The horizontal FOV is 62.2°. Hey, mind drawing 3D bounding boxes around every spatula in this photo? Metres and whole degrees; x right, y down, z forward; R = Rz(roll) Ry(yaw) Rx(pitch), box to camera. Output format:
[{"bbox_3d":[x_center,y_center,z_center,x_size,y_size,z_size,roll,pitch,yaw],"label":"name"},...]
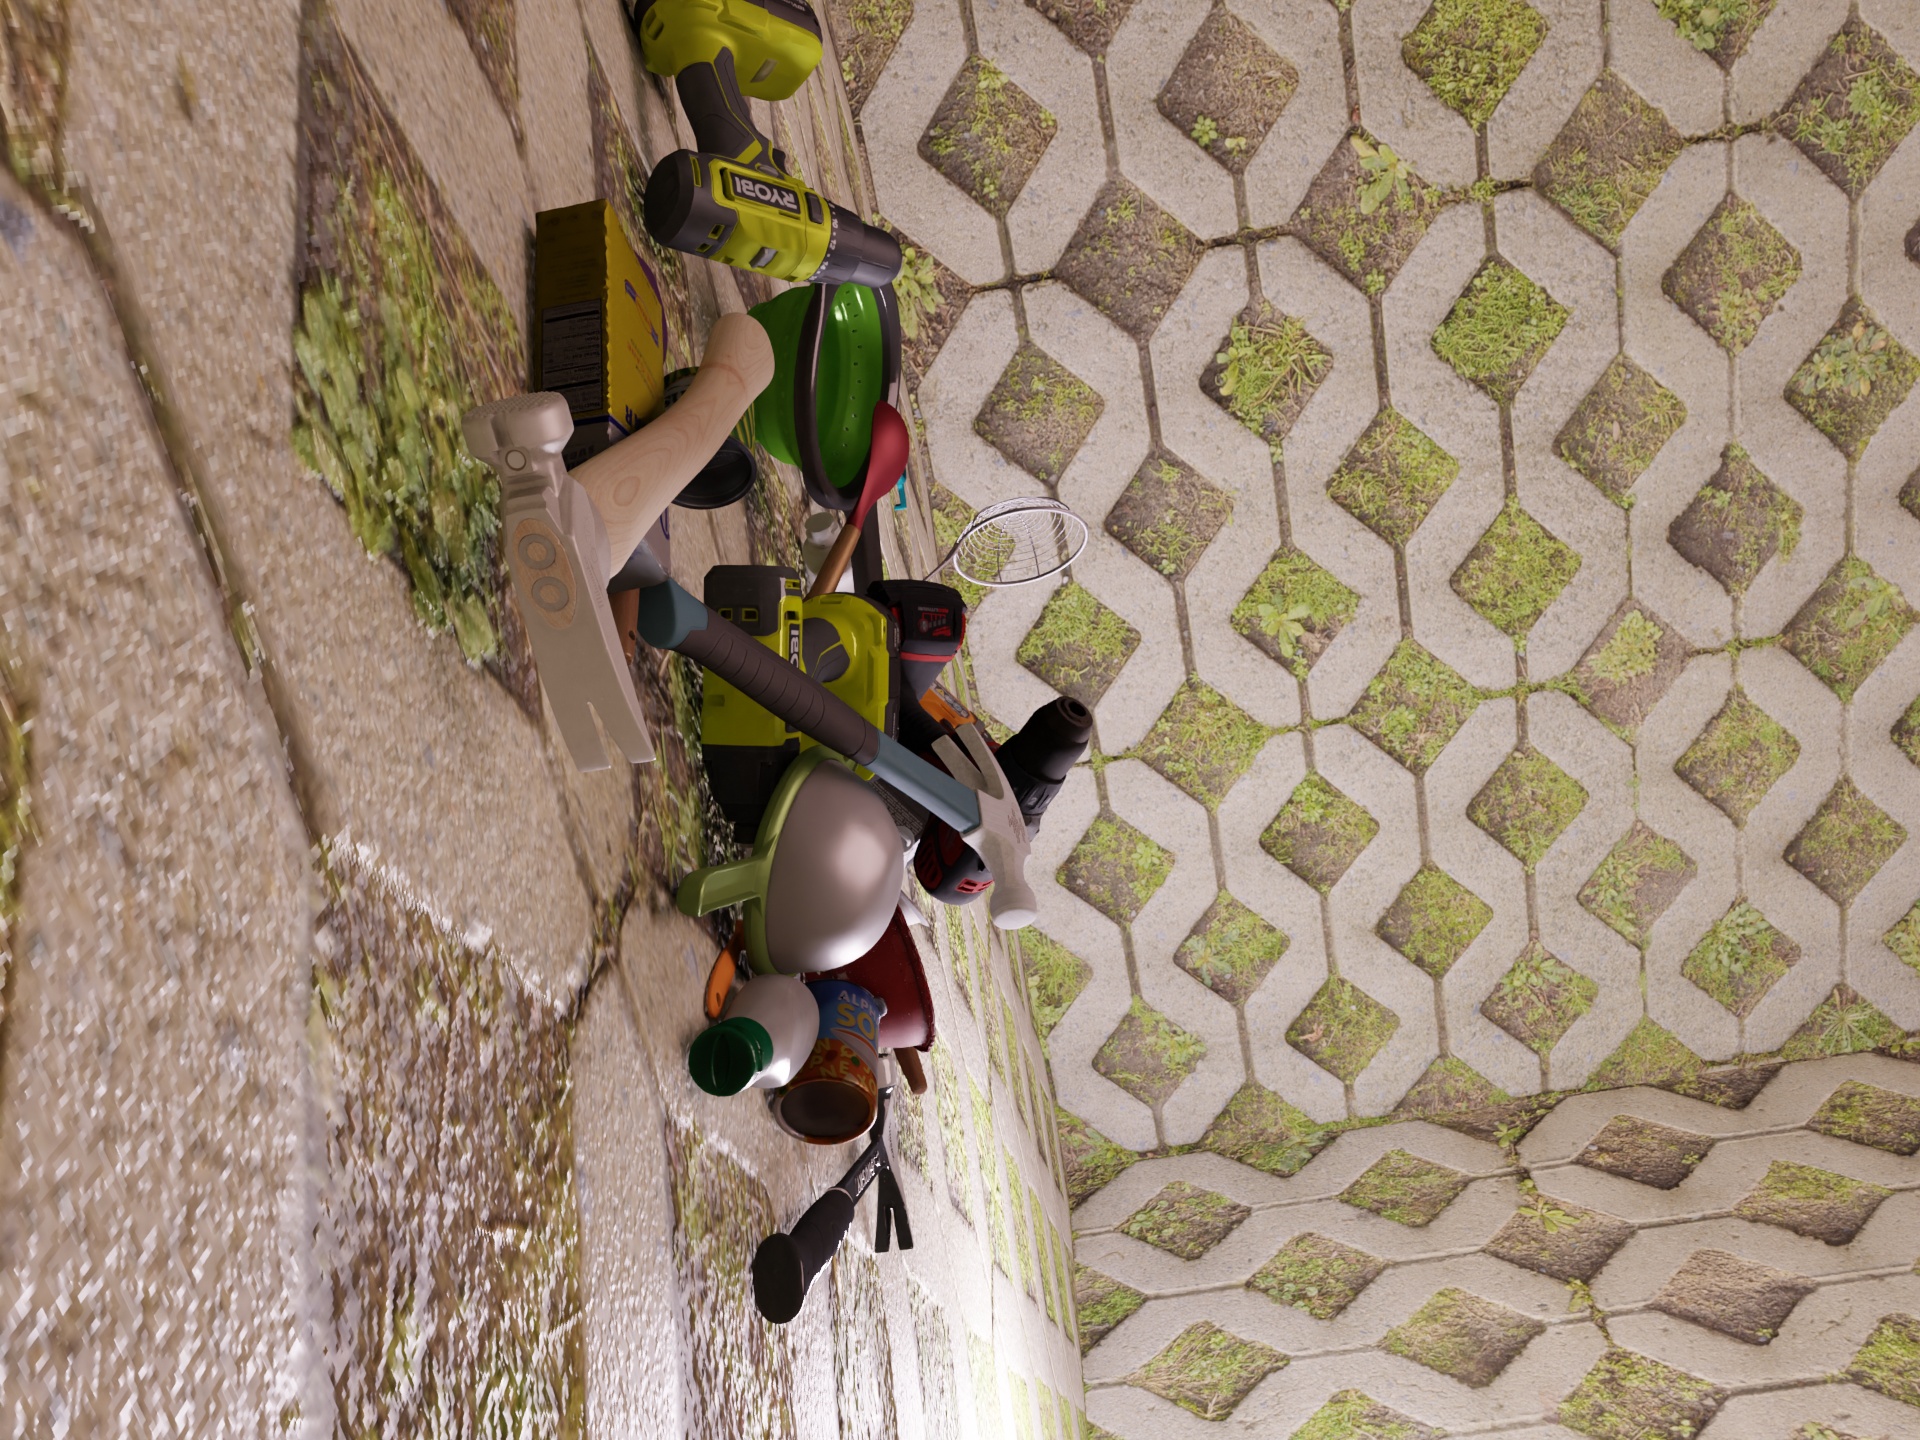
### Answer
[{"bbox_3d":[-0.067,0.165,1.249,0.318,0.044,0.082,-117,-172,-48],"label":"spatula"},{"bbox_3d":[-0.184,-0.158,0.890,0.059,0.018,0.316,44,31,-48],"label":"spatula"}]

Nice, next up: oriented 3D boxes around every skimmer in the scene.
[{"bbox_3d":[-0.015,-0.095,1.379,0.090,0.127,0.363,46,47,0],"label":"skimmer"}]

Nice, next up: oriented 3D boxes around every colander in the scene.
[{"bbox_3d":[-0.119,-0.210,1.320,0.205,0.094,0.396,-63,156,-49],"label":"colander"}]

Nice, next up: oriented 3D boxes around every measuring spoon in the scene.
[{"bbox_3d":[-0.132,0.144,0.927,0.117,0.011,0.021,-83,163,-75],"label":"measuring spoon"}]

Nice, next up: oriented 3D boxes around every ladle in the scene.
[{"bbox_3d":[-0.094,-0.129,1.227,0.069,0.031,0.316,71,33,-50],"label":"ladle"}]

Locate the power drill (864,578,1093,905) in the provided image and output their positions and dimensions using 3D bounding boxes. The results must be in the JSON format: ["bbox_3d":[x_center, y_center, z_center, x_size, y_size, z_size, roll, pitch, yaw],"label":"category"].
[{"bbox_3d":[-0.002,-0.004,1.157,0.187,0.080,0.227,-54,-129,34],"label":"power drill"}]

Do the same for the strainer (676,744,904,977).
[{"bbox_3d":[-0.085,0.094,0.926,0.256,0.069,0.151,0,100,-76],"label":"strainer"}]

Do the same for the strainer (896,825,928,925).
[{"bbox_3d":[-0.054,0.110,1.138,0.087,0.050,0.258,44,-17,8],"label":"strainer"}]

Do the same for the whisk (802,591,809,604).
[{"bbox_3d":[-0.125,-0.082,1.319,0.245,0.047,0.051,-94,170,-79],"label":"whisk"}]

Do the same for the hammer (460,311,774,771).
[{"bbox_3d":[-0.136,-0.123,0.768,0.411,0.038,0.146,-81,161,-66],"label":"hammer"}]

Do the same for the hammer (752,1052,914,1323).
[{"bbox_3d":[-0.079,0.326,1.064,0.409,0.036,0.149,32,49,-83],"label":"hammer"}]

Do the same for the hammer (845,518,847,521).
[{"bbox_3d":[-0.105,-0.148,1.754,0.146,0.035,0.335,55,25,-78],"label":"hammer"}]

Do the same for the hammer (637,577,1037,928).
[{"bbox_3d":[-0.064,0.010,0.943,0.330,0.033,0.128,36,34,-41],"label":"hammer"}]

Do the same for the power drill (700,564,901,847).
[{"bbox_3d":[-0.108,-0.012,1.051,0.223,0.080,0.171,-10,101,-76],"label":"power drill"}]

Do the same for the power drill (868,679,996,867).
[{"bbox_3d":[-0.026,0.045,1.346,0.185,0.084,0.226,43,23,-2],"label":"power drill"}]

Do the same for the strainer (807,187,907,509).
[{"bbox_3d":[-0.134,-0.357,1.505,0.340,0.095,0.211,69,9,-57],"label":"strainer"}]

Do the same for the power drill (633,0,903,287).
[{"bbox_3d":[-0.139,-0.413,1.131,0.080,0.190,0.229,-33,-119,45],"label":"power drill"}]
